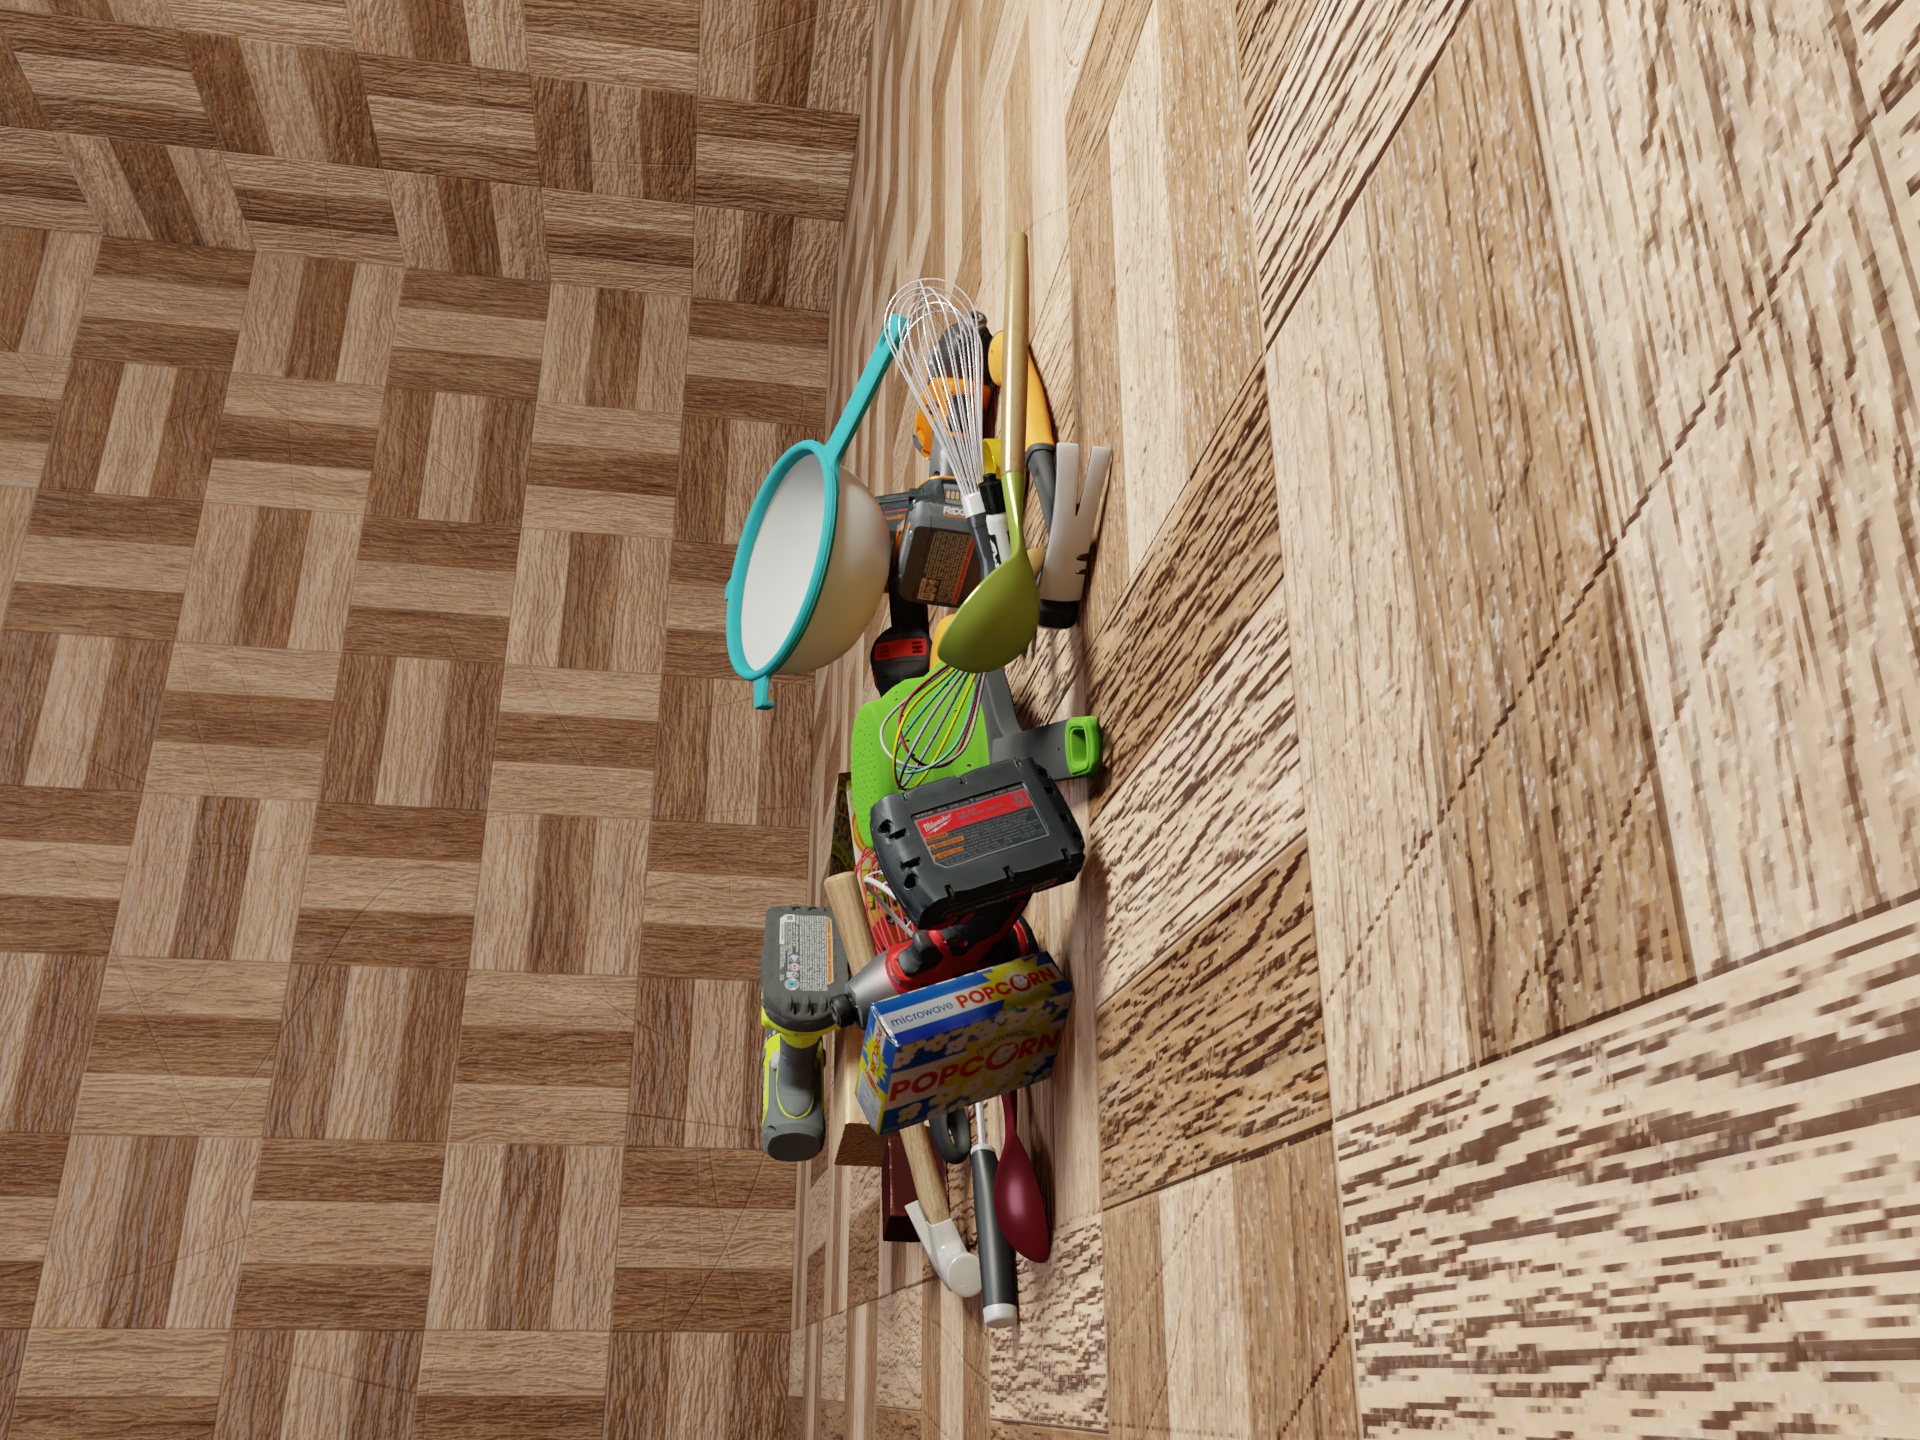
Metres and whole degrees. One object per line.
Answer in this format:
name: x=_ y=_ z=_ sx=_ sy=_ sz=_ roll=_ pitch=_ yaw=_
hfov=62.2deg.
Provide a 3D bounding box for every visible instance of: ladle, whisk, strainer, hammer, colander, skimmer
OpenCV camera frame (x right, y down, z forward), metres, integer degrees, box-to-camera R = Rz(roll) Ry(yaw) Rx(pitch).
ladle: x=0.032 y=0.227 z=1.105 sx=0.316 sy=0.031 sz=0.069 roll=-94 pitch=10 yaw=-47
ladle: x=0.022 y=-0.180 z=1.022 sx=0.078 sy=0.062 sz=0.320 roll=97 pitch=175 yaw=-69
whisk: x=0.004 y=-0.192 z=1.188 sx=0.070 sy=0.070 sz=0.284 roll=163 pitch=93 yaw=-80
strainer: x=-0.091 y=-0.177 z=1.341 sx=0.340 sy=0.095 sz=0.211 roll=-60 pitch=31 yaw=26
hammer: x=-0.050 y=0.281 z=1.257 sx=0.130 sy=0.031 sz=0.331 roll=133 pitch=121 yaw=-75
hammer: x=0.053 y=-0.205 z=1.121 sx=0.337 sy=0.034 sz=0.127 roll=-99 pitch=15 yaw=-54
whisk: x=-0.035 y=0.230 z=1.343 sx=0.073 sy=0.073 sz=0.296 roll=107 pitch=152 yaw=-56
colander: x=-0.006 y=0.032 z=1.096 sx=0.397 sy=0.094 sz=0.204 roll=160 pitch=107 yaw=-74
whisk: x=0.010 y=-0.042 z=1.034 sx=0.051 sy=0.047 sz=0.245 roll=-21 pitch=26 yaw=40
skimmer: x=-0.016 y=0.269 z=1.180 sx=0.127 sy=0.090 sz=0.364 roll=60 pitch=-162 yaw=-49

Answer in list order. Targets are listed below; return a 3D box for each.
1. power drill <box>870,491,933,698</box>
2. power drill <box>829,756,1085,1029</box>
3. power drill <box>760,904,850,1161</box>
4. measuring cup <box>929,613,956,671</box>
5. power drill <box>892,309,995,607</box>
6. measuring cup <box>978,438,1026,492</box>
power drill: x=-0.040 y=-0.078 z=1.469 sx=0.187 sy=0.080 sz=0.227 roll=73 pitch=-169 yaw=-56
power drill: x=-0.007 y=0.124 z=0.987 sx=0.219 sy=0.143 sz=0.079 roll=102 pitch=146 yaw=-53
power drill: x=-0.155 y=0.283 z=1.525 sx=0.191 sy=0.080 sz=0.228 roll=-96 pitch=12 yaw=-47
measuring cup: x=-0.002 y=-0.004 z=1.319 sx=0.095 sy=0.052 sz=0.173 roll=-122 pitch=39 yaw=-75
power drill: x=-0.005 y=-0.229 z=1.359 sx=0.164 sy=0.084 sz=0.227 roll=109 pitch=166 yaw=-56
measuring cup: x=0.040 y=-0.143 z=1.238 sx=0.062 sy=0.029 sz=0.156 roll=165 pitch=97 yaw=-78
